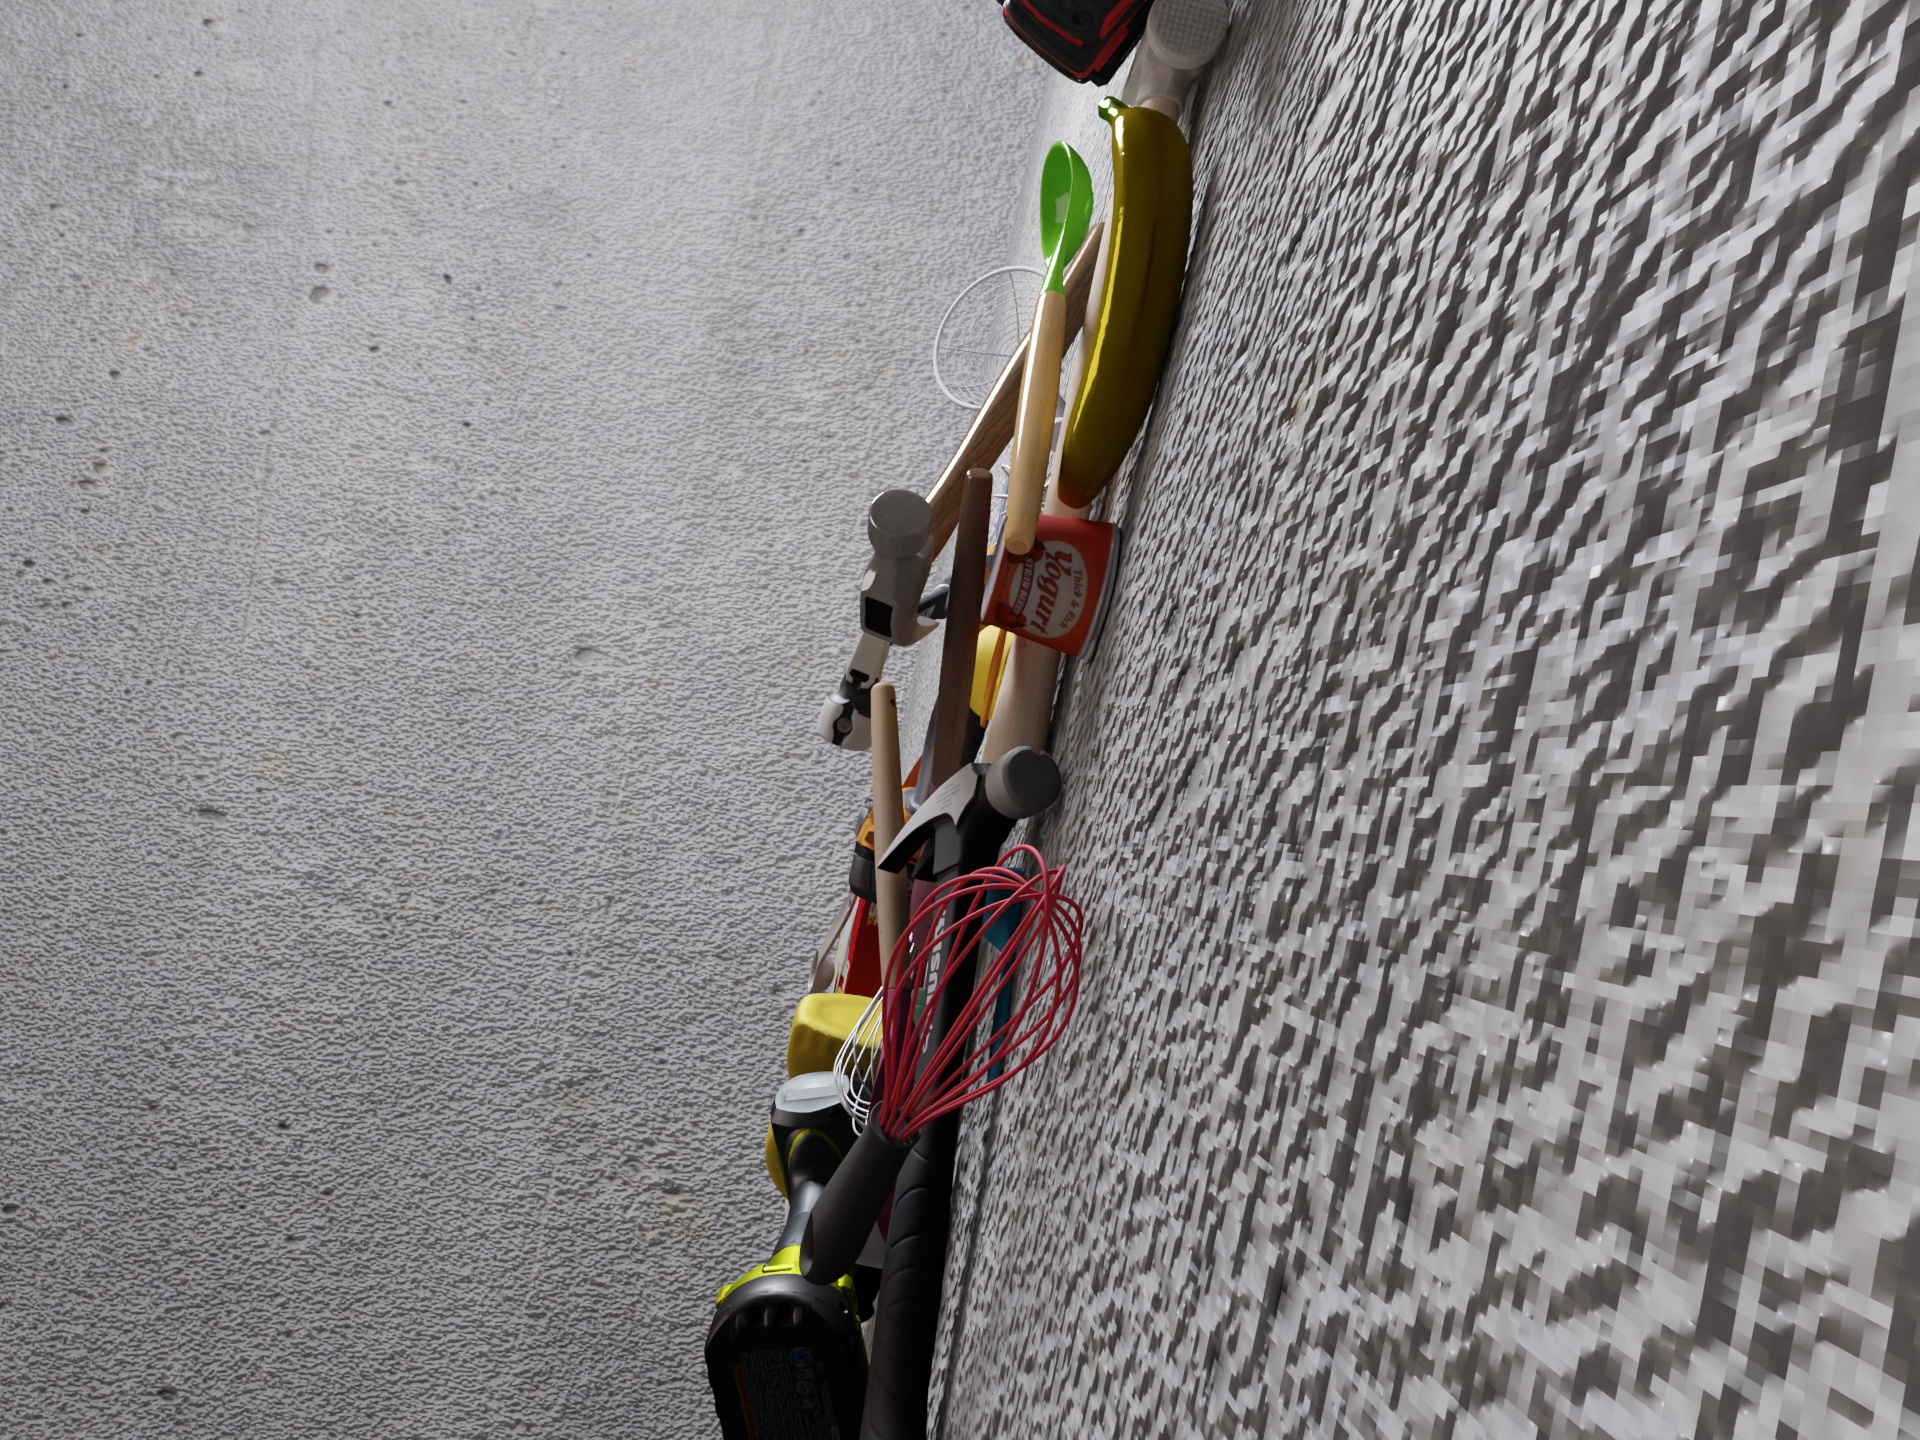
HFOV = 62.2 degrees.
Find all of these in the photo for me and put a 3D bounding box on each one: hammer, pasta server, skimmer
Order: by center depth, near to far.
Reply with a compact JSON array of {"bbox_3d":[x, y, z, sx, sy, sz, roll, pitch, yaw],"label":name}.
[{"bbox_3d":[-0.015,0.185,0.743,0.146,0.035,0.335,-35,43,59],"label":"hammer"},{"bbox_3d":[0.066,-0.157,0.838,0.146,0.038,0.410,-110,33,-85],"label":"hammer"},{"bbox_3d":[0.002,0.012,0.859,0.060,0.040,0.316,-72,-10,-57],"label":"pasta server"},{"bbox_3d":[0.024,-0.171,0.888,0.130,0.031,0.331,102,-166,-55],"label":"hammer"},{"bbox_3d":[-0.016,-0.089,1.143,0.409,0.036,0.149,-47,-22,-75],"label":"hammer"},{"bbox_3d":[0.037,-0.263,1.171,0.127,0.090,0.363,-44,16,14],"label":"skimmer"}]

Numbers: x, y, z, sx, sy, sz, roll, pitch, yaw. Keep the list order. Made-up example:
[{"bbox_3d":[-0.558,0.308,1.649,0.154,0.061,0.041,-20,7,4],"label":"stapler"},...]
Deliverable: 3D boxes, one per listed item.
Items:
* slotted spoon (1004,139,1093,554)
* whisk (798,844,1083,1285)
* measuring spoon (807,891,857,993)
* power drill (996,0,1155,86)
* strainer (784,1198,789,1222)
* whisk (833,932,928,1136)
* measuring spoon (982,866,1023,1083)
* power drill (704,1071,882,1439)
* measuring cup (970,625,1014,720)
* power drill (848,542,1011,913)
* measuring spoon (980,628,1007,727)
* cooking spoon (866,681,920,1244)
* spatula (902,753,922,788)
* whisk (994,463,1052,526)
[{"bbox_3d":[0.044,-0.196,0.812,0.070,0.031,0.314,103,176,-50],"label":"slotted spoon"},{"bbox_3d":[-0.021,0.156,0.655,0.073,0.073,0.295,-82,13,-49],"label":"whisk"},{"bbox_3d":[-0.089,0.163,1.169,0.124,0.018,0.034,118,163,-45],"label":"measuring spoon"},{"bbox_3d":[0.093,-0.407,0.771,0.188,0.080,0.227,-51,9,12],"label":"power drill"},{"bbox_3d":[-0.117,0.417,1.329,0.152,0.069,0.256,-82,8,-47],"label":"strainer"},{"bbox_3d":[-0.025,0.155,1.035,0.285,0.070,0.070,-74,0,-50],"label":"whisk"},{"bbox_3d":[0.013,0.124,0.780,0.129,0.021,0.042,-82,6,-46],"label":"measuring spoon"},{"bbox_3d":[-0.083,0.338,0.941,0.223,0.080,0.171,-81,-18,-71],"label":"power drill"},{"bbox_3d":[0.024,-0.075,0.881,0.062,0.029,0.156,-23,-63,-60],"label":"measuring cup"},{"bbox_3d":[-0.002,-0.003,1.017,0.185,0.084,0.226,-89,16,-81],"label":"power drill"},{"bbox_3d":[0.018,-0.047,0.818,0.021,0.011,0.117,104,178,-60],"label":"measuring spoon"},{"bbox_3d":[-0.035,0.121,0.853,0.017,0.068,0.319,-23,57,32],"label":"cooking spoon"},{"bbox_3d":[-0.042,0.116,1.429,0.081,0.041,0.322,-58,-7,-27],"label":"spatula"},{"bbox_3d":[0.048,-0.145,1.037,0.059,0.058,0.246,-42,5,5],"label":"whisk"}]
